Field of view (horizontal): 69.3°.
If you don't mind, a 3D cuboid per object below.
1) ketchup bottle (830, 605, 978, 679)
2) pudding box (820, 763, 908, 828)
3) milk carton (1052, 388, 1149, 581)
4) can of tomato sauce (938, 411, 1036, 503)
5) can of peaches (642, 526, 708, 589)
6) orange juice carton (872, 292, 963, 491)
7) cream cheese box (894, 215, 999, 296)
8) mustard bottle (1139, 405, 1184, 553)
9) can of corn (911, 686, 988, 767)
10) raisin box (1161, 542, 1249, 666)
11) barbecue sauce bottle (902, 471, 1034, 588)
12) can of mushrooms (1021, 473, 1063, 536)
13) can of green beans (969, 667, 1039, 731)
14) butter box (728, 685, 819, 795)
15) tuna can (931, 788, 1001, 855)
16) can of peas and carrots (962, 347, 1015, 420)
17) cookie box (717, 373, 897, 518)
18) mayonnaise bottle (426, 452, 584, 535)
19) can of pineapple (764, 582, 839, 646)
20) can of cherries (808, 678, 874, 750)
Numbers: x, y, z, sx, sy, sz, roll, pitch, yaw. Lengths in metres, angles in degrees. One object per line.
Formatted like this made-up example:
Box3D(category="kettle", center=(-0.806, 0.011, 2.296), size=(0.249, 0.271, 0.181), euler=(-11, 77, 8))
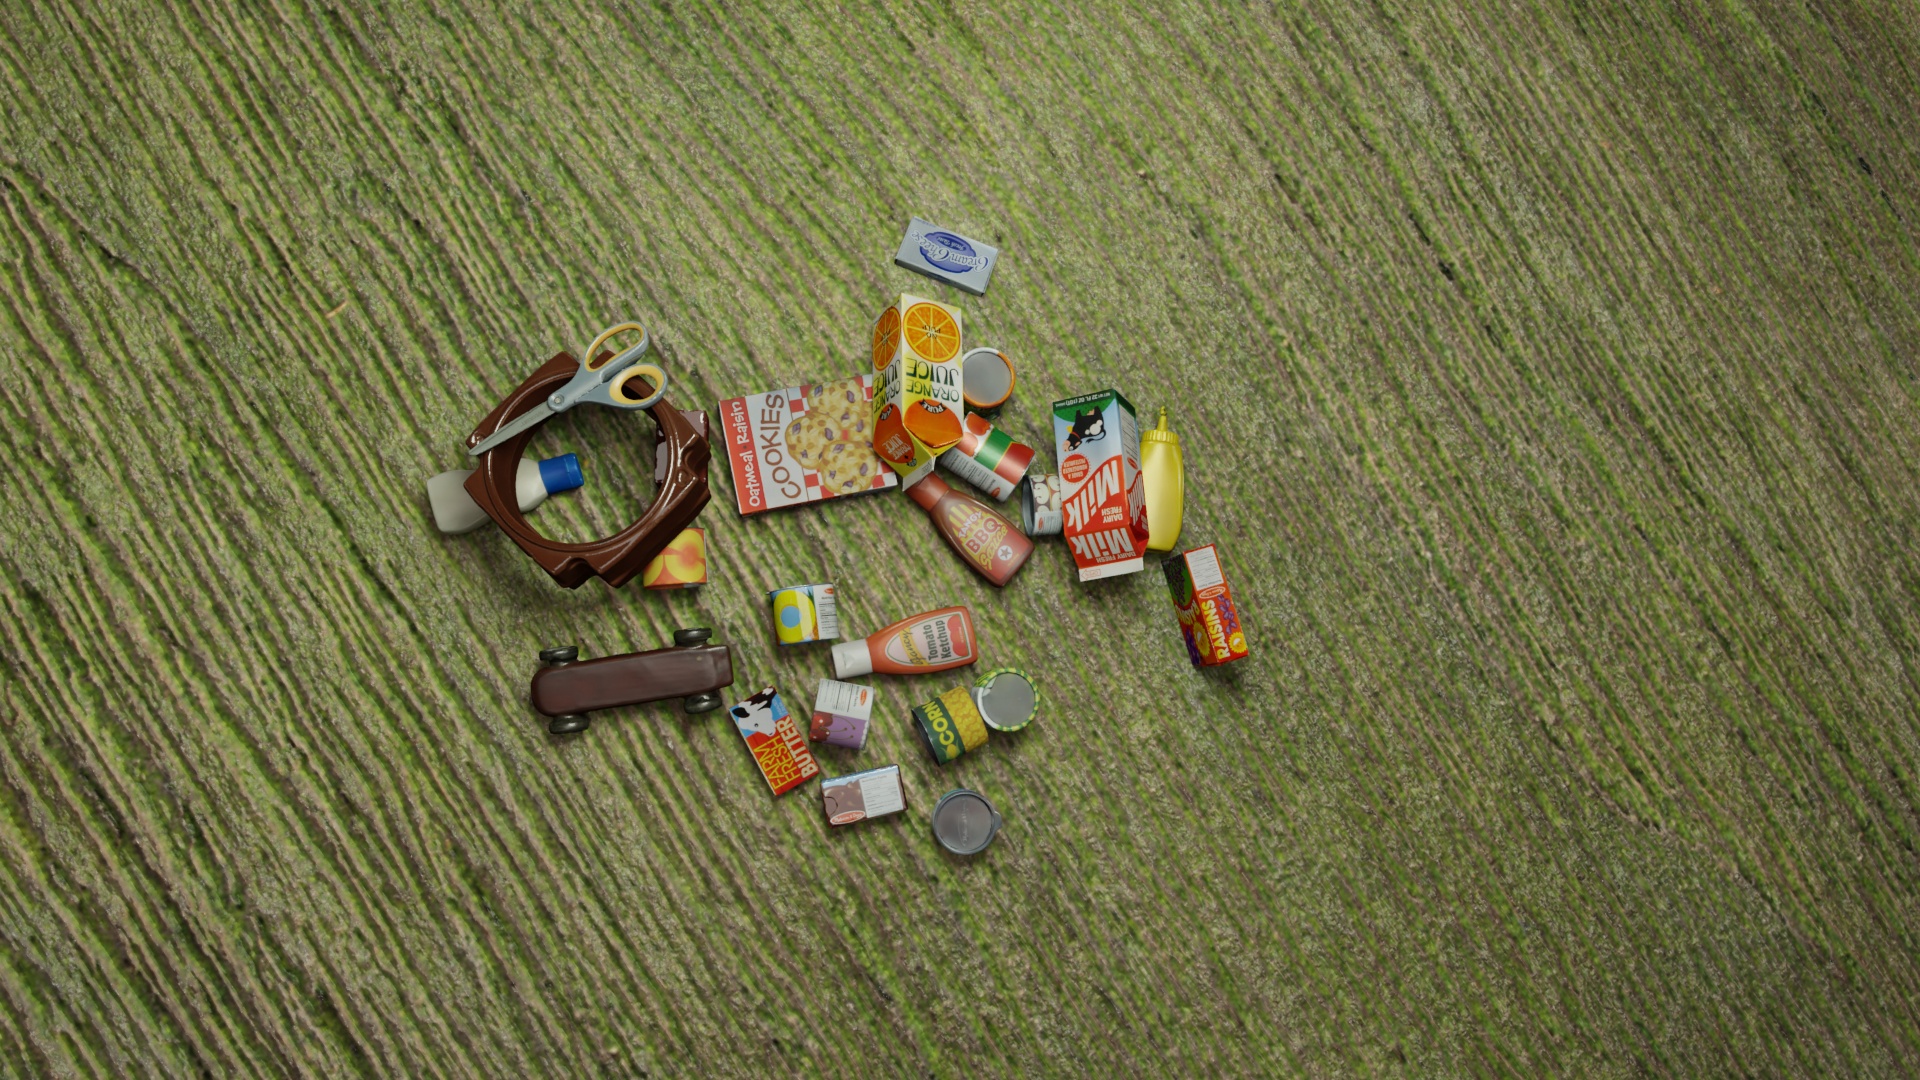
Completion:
Box3D(category="ketchup bottle", center=(-0.059, 0.113, 1.451), size=(0.149, 0.043, 0.065), euler=(-12, 85, -8))
Box3D(category="pudding box", center=(-0.100, 0.263, 1.433), size=(0.084, 0.030, 0.049), euler=(-12, 86, -9))
Box3D(category="milk carton", center=(0.149, -0.055, 1.457), size=(0.072, 0.073, 0.191), euler=(-12, 72, 23))
Box3D(category="can of tomato sauce", center=(0.029, -0.090, 1.477), size=(0.083, 0.071, 0.071), euler=(32, 80, -2))
Box3D(category="can of peaches", center=(-0.295, 0.019, 1.419), size=(0.071, 0.071, 0.058), euler=(-5, 85, -8))
Box3D(category="orange juice carton", center=(-0.045, -0.151, 1.441), size=(0.073, 0.071, 0.193), euler=(10, 68, -28))
Box3D(category="cream cheese box", center=(-0.015, -0.310, 1.519), size=(0.104, 0.024, 0.053), euler=(21, 81, -5))
Box3D(category="mustard bottle", center=(0.213, -0.067, 1.506), size=(0.065, 0.048, 0.160), euler=(9, 81, -2))
Box3D(category="can of corn", center=(-0.011, 0.190, 1.433), size=(0.058, 0.071, 0.071), euler=(-25, 87, -10))
Box3D(category="raisin box", center=(0.259, 0.070, 1.477), size=(0.040, 0.086, 0.123), euler=(-16, 86, -11))
Box3D(category="barbecue sauce bottle", center=(0.005, -0.019, 1.475), size=(0.148, 0.043, 0.065), euler=(41, 82, -1))
Box3D(category="can of mushrooms", center=(0.087, -0.040, 1.478), size=(0.033, 0.071, 0.071), euler=(-4, 84, -8))
Box3D(category="can of green beans", center=(0.046, 0.166, 1.450), size=(0.071, 0.057, 0.071), euler=(1, 83, -8))
Box3D(category="butter box", center=(-0.192, 0.206, 1.431), size=(0.053, 0.024, 0.103), euler=(-29, 87, -9))
Box3D(category="tuna can", center=(0.006, 0.291, 1.442), size=(0.071, 0.033, 0.071), euler=(1, 83, -7))
Box3D(category="can of peas and carrots", center=(0.024, -0.167, 1.488), size=(0.071, 0.058, 0.071), euler=(1, 83, -7))
Box3D(category="cookie box", center=(-0.162, -0.100, 1.466), size=(0.168, 0.040, 0.123), euler=(-11, 85, -10))
Box3D(category="mayonnaise bottle", center=(-0.463, -0.053, 1.419), size=(0.148, 0.041, 0.065), euler=(-16, 82, -10))
Box3D(category="can of pineapple", center=(-0.162, 0.077, 1.431), size=(0.071, 0.071, 0.058), euler=(-8, 85, -8))
Box3D(category="can of cherries", center=(-0.123, 0.180, 1.424), size=(0.058, 0.071, 0.071), euler=(10, 82, -6))
